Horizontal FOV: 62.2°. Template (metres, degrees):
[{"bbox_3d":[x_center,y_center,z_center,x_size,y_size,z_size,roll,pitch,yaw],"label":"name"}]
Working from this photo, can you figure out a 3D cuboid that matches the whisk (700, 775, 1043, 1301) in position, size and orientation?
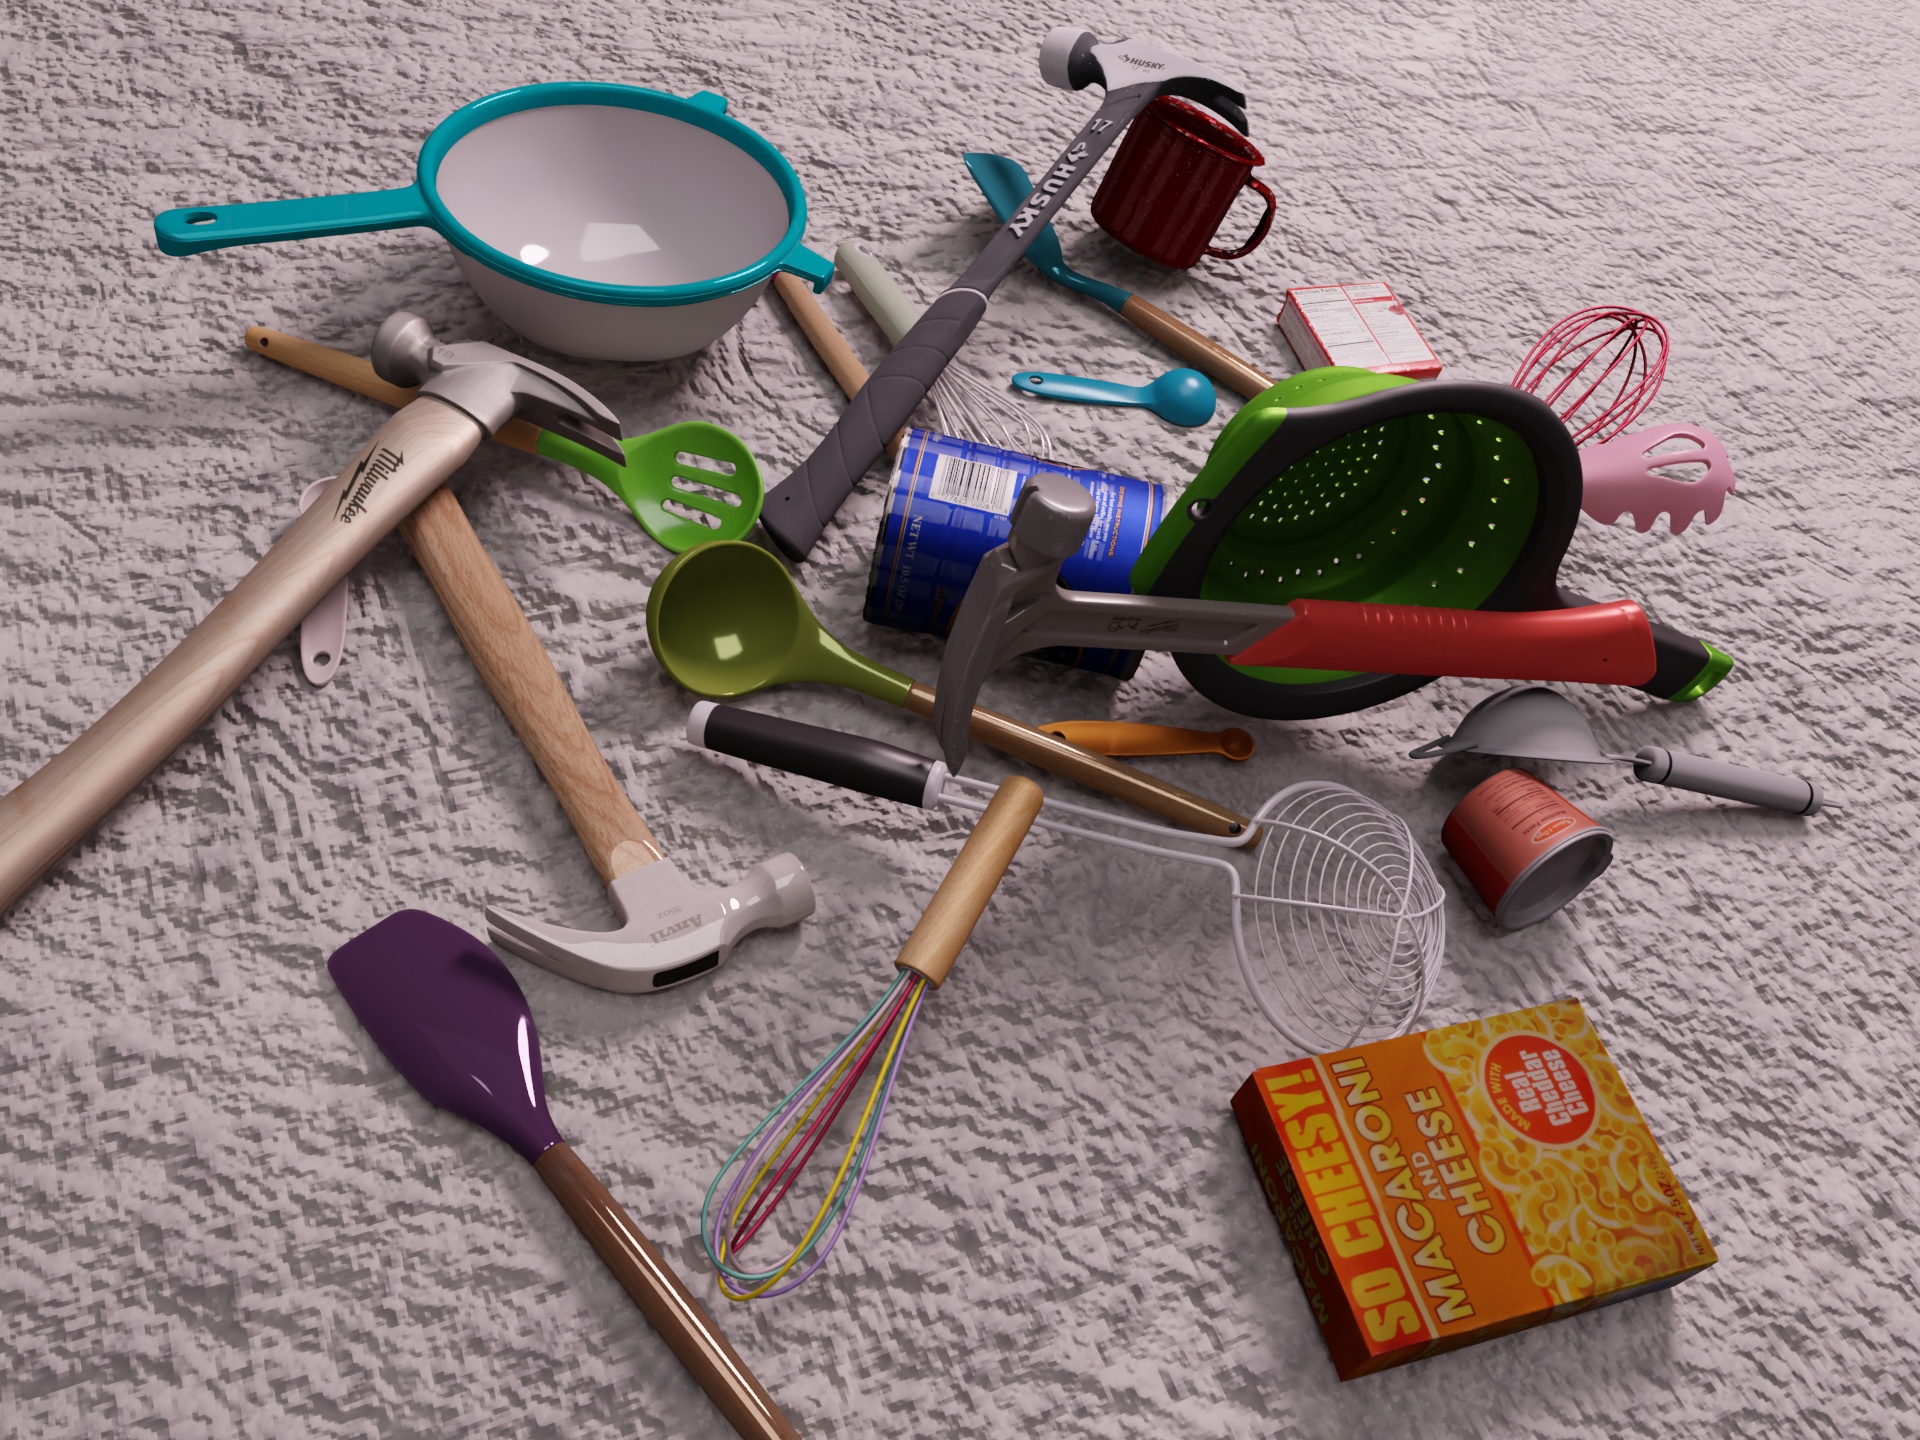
[{"bbox_3d":[-0.032,0.123,0.654,0.051,0.047,0.245,32,66,-2],"label":"whisk"}]

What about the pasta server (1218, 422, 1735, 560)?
[{"bbox_3d":[0.257,-0.111,0.856,0.316,0.040,0.060,-10,74,6],"label":"pasta server"}]

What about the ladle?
[{"bbox_3d":[-0.001,-0.002,0.774,0.320,0.062,0.078,22,92,1],"label":"ladle"}]

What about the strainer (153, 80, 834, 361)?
[{"bbox_3d":[-0.254,-0.255,0.883,0.340,0.095,0.211,-14,55,-24],"label":"strainer"}]

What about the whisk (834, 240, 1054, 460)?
[{"bbox_3d":[-0.016,-0.207,0.935,0.057,0.059,0.247,14,35,-50],"label":"whisk"}]

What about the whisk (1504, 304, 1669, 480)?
[{"bbox_3d":[0.298,-0.136,0.897,0.073,0.073,0.296,41,76,19],"label":"whisk"}]

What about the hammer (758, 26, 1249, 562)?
[{"bbox_3d":[0.015,-0.248,0.904,0.149,0.036,0.409,24,68,28],"label":"hammer"}]

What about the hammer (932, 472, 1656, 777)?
[{"bbox_3d":[0.168,-0.032,0.735,0.359,0.149,0.037,2,43,-22],"label":"hammer"}]

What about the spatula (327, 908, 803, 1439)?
[{"bbox_3d":[-0.144,0.188,0.624,0.060,0.018,0.316,-34,65,-28],"label":"spatula"}]

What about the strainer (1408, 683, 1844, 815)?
[{"bbox_3d":[0.351,0.019,0.825,0.258,0.087,0.050,11,93,-15],"label":"strainer"}]

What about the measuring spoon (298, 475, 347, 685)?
[{"bbox_3d":[-0.313,-0.068,0.790,0.034,0.018,0.124,-2,61,-9],"label":"measuring spoon"}]

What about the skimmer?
[{"bbox_3d":[0.048,0.058,0.748,0.363,0.090,0.127,14,66,11],"label":"skimmer"}]

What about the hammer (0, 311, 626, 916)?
[{"bbox_3d":[-0.322,-0.033,0.720,0.146,0.038,0.411,25,58,14],"label":"hammer"}]

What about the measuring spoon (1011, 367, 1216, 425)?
[{"bbox_3d":[0.095,-0.205,0.965,0.128,0.021,0.042,5,53,-9],"label":"measuring spoon"}]

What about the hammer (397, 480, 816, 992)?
[{"bbox_3d":[-0.206,-0.011,0.754,0.130,0.031,0.332,-23,61,-26],"label":"hammer"}]

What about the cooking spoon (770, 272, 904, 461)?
[{"bbox_3d":[-0.096,-0.252,0.966,0.068,0.017,0.319,-19,59,-24],"label":"cooking spoon"}]

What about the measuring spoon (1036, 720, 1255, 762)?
[{"bbox_3d":[0.092,0.012,0.811,0.117,0.011,0.021,2,56,-5],"label":"measuring spoon"}]

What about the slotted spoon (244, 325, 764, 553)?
[{"bbox_3d":[-0.247,-0.161,0.856,0.314,0.070,0.031,20,8,9],"label":"slotted spoon"}]

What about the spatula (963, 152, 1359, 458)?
[{"bbox_3d":[0.130,-0.258,0.998,0.317,0.044,0.082,37,28,14],"label":"spatula"}]

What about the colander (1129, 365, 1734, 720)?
[{"bbox_3d":[0.250,-0.086,0.809,0.396,0.204,0.095,13,40,-31],"label":"colander"}]
